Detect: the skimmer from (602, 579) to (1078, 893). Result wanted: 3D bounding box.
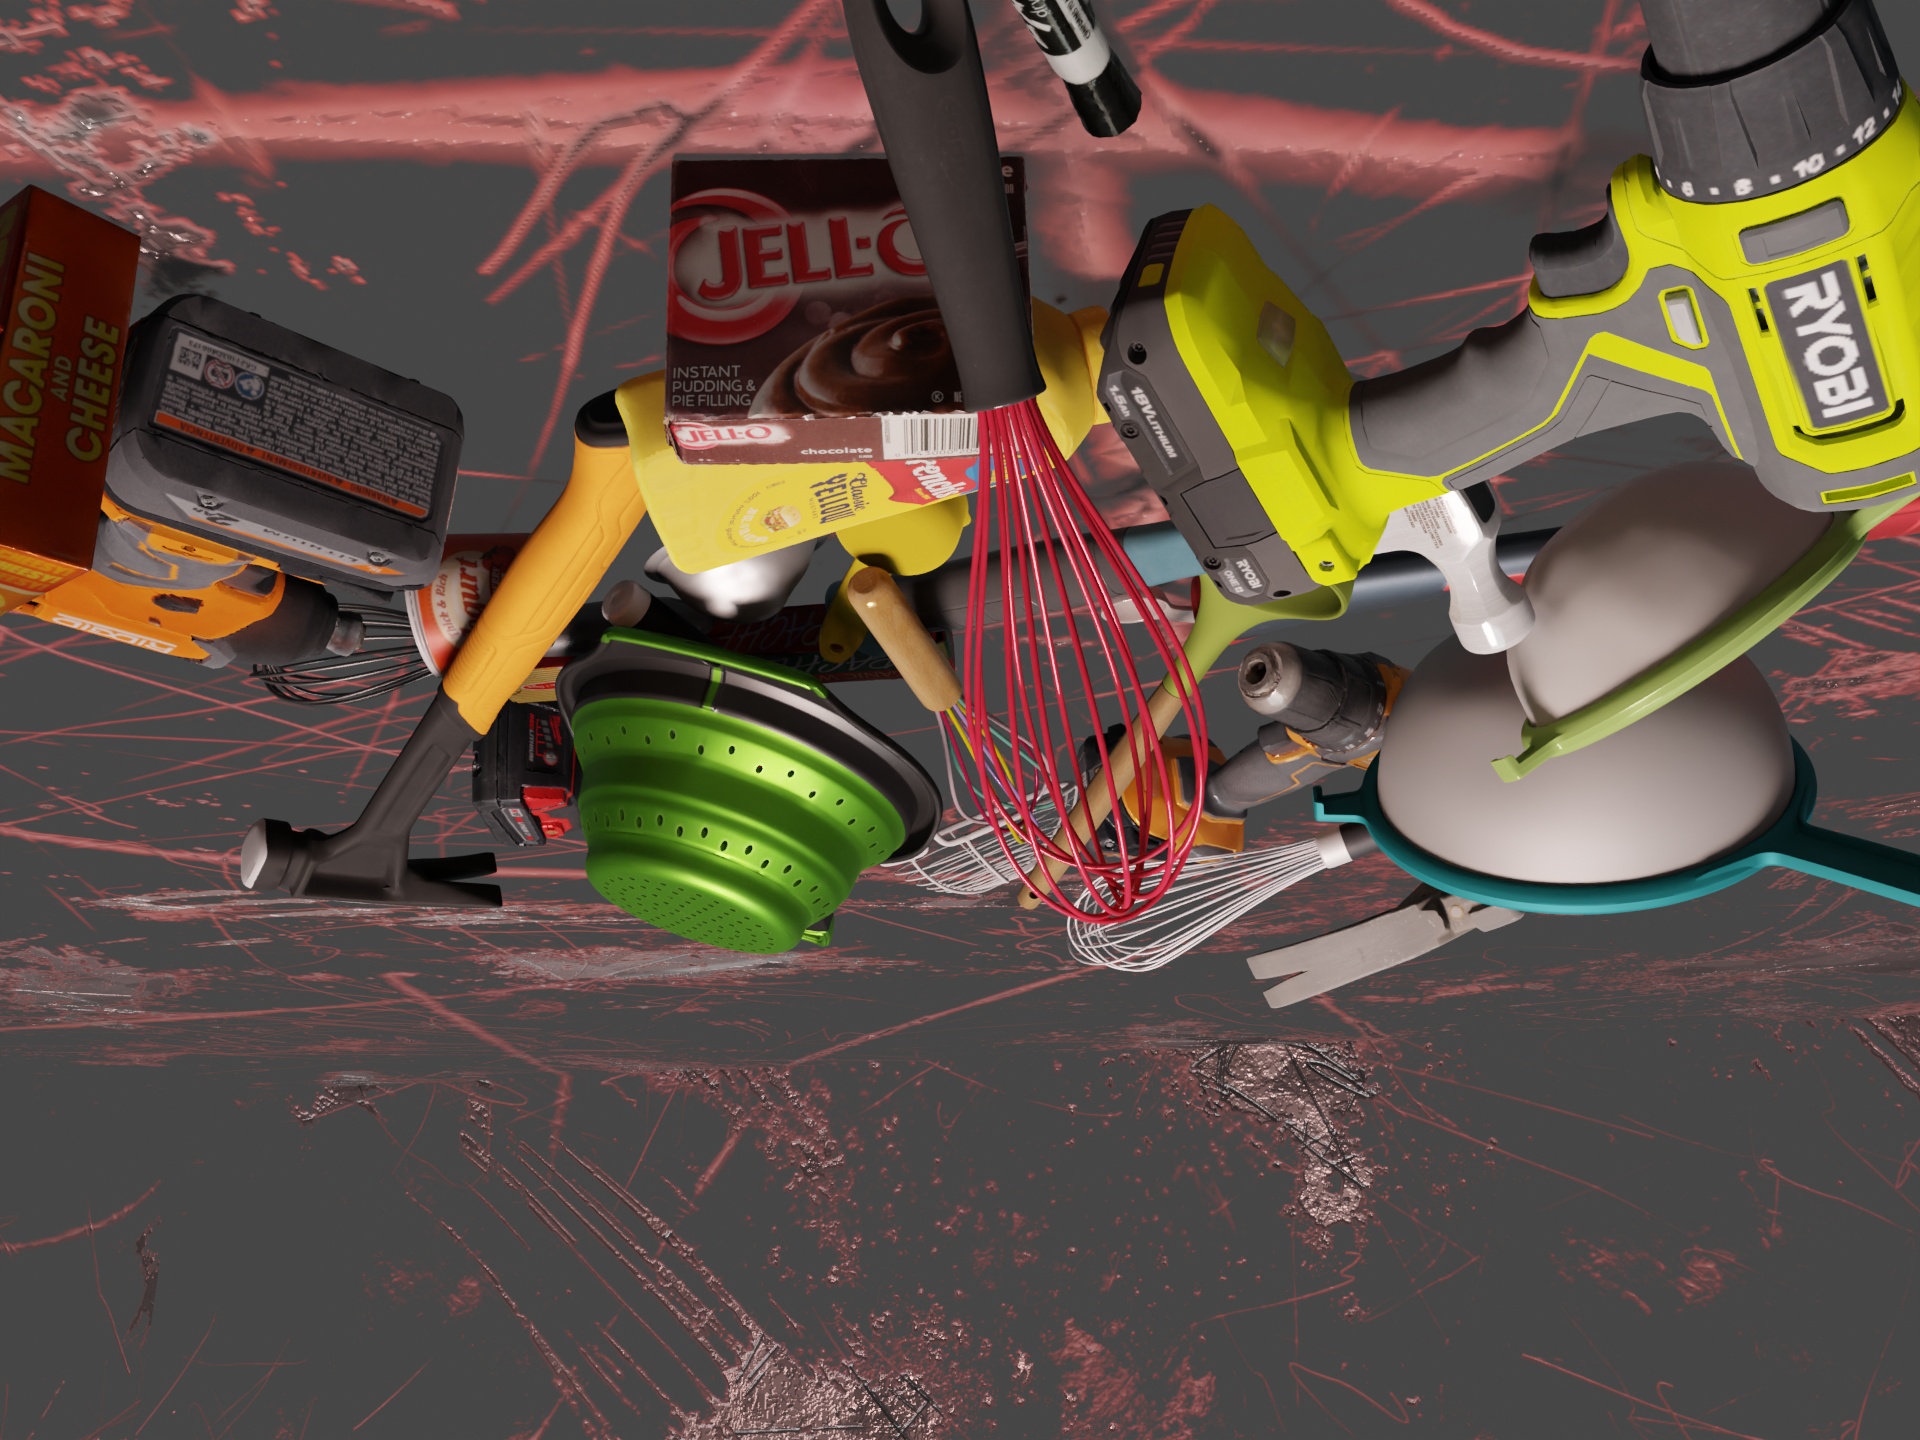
[{"bbox_3d":[-0.060,0.004,0.869,0.127,0.090,0.362,-22,141,25],"label":"skimmer"}]

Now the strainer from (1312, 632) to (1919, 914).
[{"bbox_3d":[0.335,0.012,0.726,0.211,0.095,0.341,-29,-151,-26],"label":"strainer"}]

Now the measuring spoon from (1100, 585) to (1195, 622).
[{"bbox_3d":[0.126,-0.061,0.821,0.124,0.018,0.034,2,162,-29],"label":"measuring spoon"}]

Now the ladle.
[{"bbox_3d":[0.092,0.008,0.790,0.078,0.062,0.320,29,133,-1],"label":"ladle"}]

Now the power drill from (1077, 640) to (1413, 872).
[{"bbox_3d":[0.171,0.019,0.955,0.185,0.084,0.226,15,151,-41],"label":"power drill"}]

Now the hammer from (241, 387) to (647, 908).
[{"bbox_3d":[-0.204,-0.018,0.709,0.127,0.034,0.336,11,136,-38],"label":"hammer"}]

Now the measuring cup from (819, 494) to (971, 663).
[{"bbox_3d":[-0.042,-0.061,0.722,0.062,0.029,0.156,19,144,-9],"label":"measuring cup"}]

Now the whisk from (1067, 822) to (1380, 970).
[{"bbox_3d":[0.194,0.086,0.958,0.284,0.070,0.070,-22,155,16],"label":"whisk"}]

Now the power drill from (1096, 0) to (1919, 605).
[{"bbox_3d":[0.161,-0.128,0.475,0.228,0.080,0.190,-13,132,35],"label":"power drill"}]

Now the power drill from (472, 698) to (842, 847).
[{"bbox_3d":[-0.173,0.022,0.955,0.219,0.079,0.143,-1,161,-7],"label":"power drill"}]

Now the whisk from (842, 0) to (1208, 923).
[{"bbox_3d":[0.017,-0.071,0.444,0.073,0.295,0.073,-14,-160,5],"label":"whisk"}]

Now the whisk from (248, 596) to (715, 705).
[{"bbox_3d":[-0.244,-0.040,0.813,0.239,0.055,0.055,-6,161,0],"label":"whisk"}]

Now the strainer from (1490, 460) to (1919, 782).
[{"bbox_3d":[0.298,-0.083,0.595,0.256,0.069,0.151,-43,174,40],"label":"strainer"}]

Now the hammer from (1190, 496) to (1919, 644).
[{"bbox_3d":[0.294,-0.084,0.716,0.386,0.038,0.143,-7,159,18],"label":"hammer"}]

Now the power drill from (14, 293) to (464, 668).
[{"bbox_3d":[-0.289,-0.076,0.643,0.164,0.084,0.226,20,156,-39],"label":"power drill"}]

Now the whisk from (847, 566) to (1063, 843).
[{"bbox_3d":[0.000,-0.001,0.776,0.051,0.047,0.244,9,156,24],"label":"whisk"}]

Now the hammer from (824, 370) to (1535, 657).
[{"bbox_3d":[0.067,-0.067,0.691,0.331,0.033,0.128,-8,122,41],"label":"hammer"}]

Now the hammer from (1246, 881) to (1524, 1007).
[{"bbox_3d":[0.304,0.082,0.961,0.149,0.037,0.359,-29,175,34],"label":"hammer"}]

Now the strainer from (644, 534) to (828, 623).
[{"bbox_3d":[-0.083,-0.094,0.672,0.087,0.050,0.258,-11,162,-20],"label":"strainer"}]

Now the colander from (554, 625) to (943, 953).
[{"bbox_3d":[-0.116,0.089,0.860,0.204,0.094,0.396,14,156,9],"label":"colander"}]
